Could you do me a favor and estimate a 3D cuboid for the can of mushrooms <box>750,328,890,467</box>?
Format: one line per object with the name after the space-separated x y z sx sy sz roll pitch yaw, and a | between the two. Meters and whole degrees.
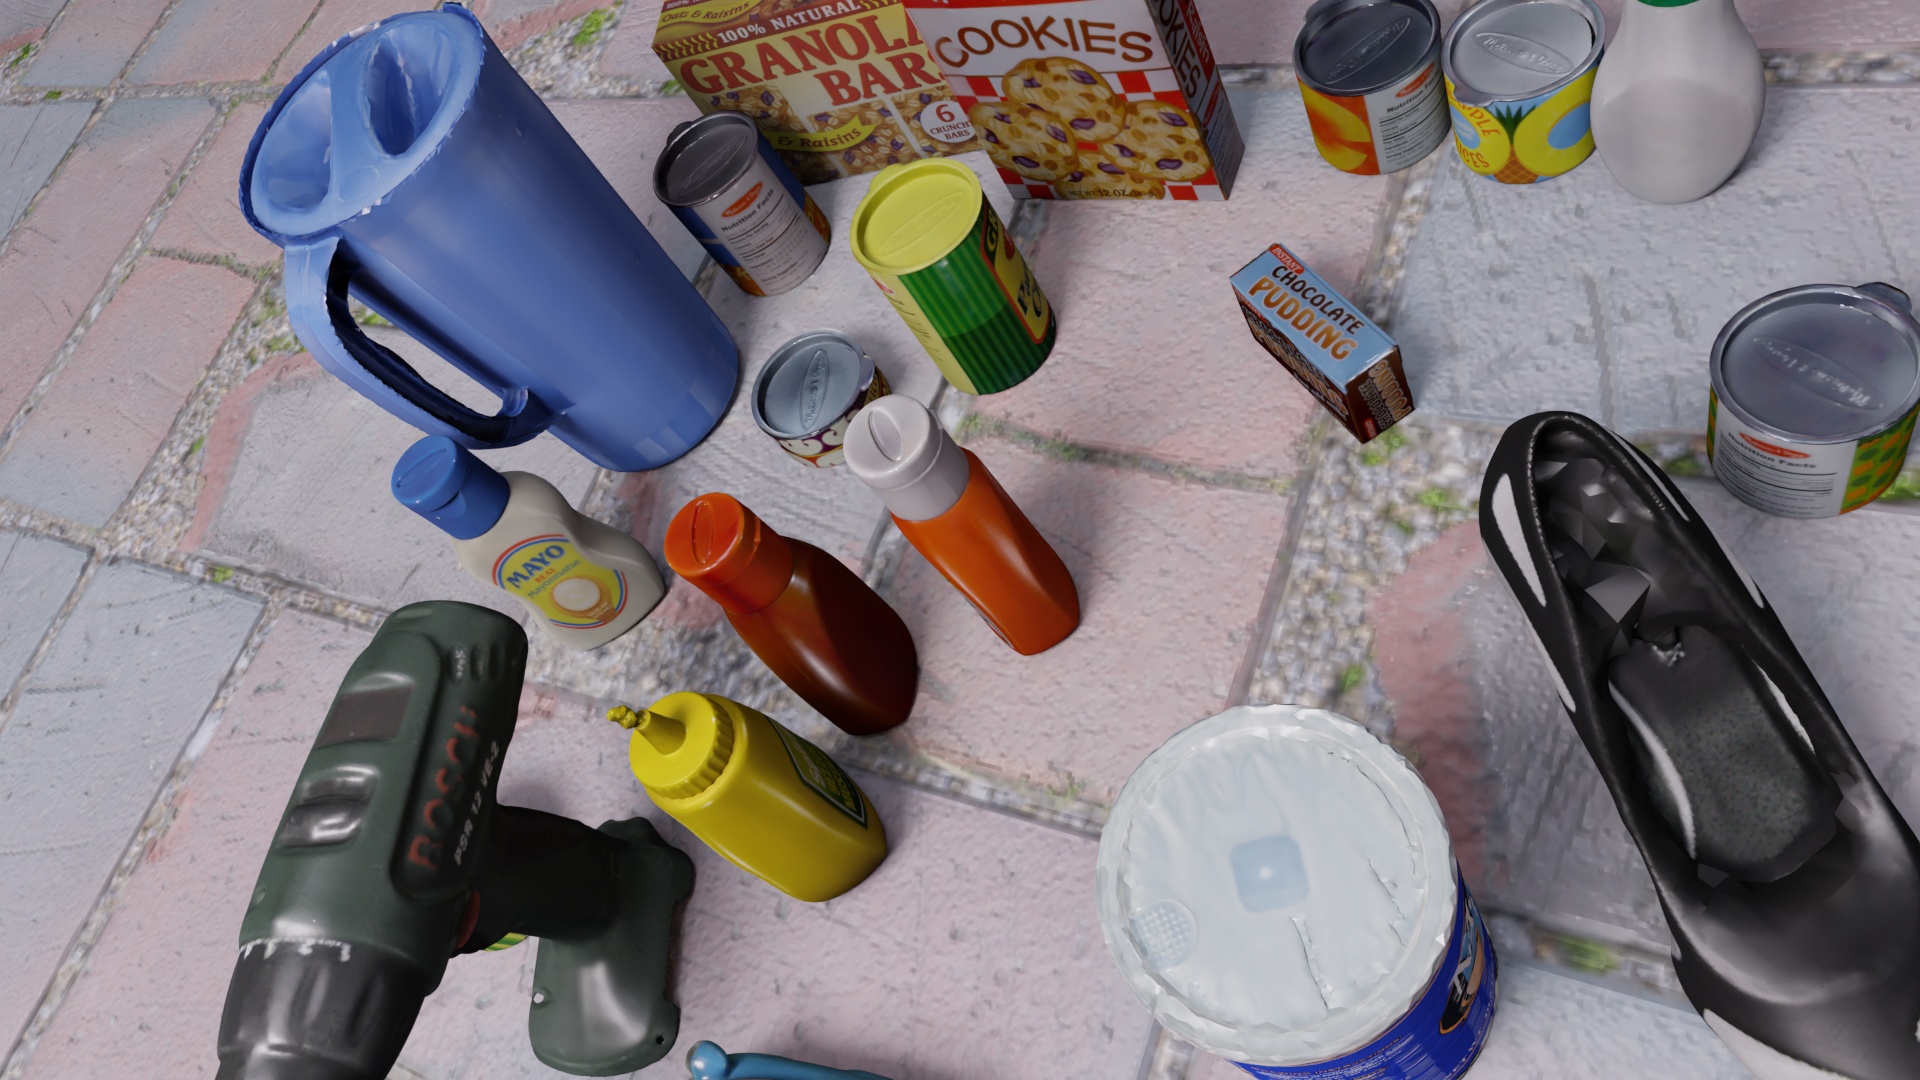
-0.069 -0.073 0.716 0.071 0.033 0.071 -12 58 20 | can of mushrooms

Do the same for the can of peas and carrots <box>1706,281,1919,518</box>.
0.309 -0.051 0.503 0.071 0.058 0.071 -12 58 20 | can of peas and carrots

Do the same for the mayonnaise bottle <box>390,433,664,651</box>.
-0.209 0.001 0.671 0.065 0.147 0.041 -36 53 4 | mayonnaise bottle

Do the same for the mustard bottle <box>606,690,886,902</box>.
-0.086 0.096 0.549 0.049 0.159 0.065 -40 53 1 | mustard bottle

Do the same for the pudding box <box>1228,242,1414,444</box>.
0.157 -0.087 0.603 0.030 0.049 0.084 -37 53 3 | pudding box

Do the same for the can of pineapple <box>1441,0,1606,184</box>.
0.250 -0.201 0.618 0.071 0.057 0.071 -12 58 20 | can of pineapple

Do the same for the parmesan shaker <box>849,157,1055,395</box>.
-0.002 -0.127 0.670 0.071 0.103 0.071 -12 59 20 | parmesan shaker

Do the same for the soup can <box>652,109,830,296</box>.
-0.122 -0.188 0.776 0.071 0.083 0.071 -12 59 20 | soup can

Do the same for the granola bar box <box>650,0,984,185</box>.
-0.065 -0.258 0.763 0.165 0.124 0.039 -4 61 24 | granola bar box

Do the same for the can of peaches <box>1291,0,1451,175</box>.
0.193 -0.217 0.654 0.071 0.058 0.071 -12 58 20 | can of peaches

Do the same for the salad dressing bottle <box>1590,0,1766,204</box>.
0.280 -0.195 0.543 0.064 0.147 0.044 9 68 30 | salad dressing bottle

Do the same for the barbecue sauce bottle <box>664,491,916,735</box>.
-0.068 0.030 0.585 0.043 0.148 0.065 -17 57 17 | barbecue sauce bottle

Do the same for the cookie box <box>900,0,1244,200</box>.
0.053 -0.229 0.661 0.123 0.167 0.040 9 68 30 | cookie box

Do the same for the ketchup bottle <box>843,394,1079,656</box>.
0.002 -0.007 0.572 0.043 0.148 0.065 -34 54 6 | ketchup bottle

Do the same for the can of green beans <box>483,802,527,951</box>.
-0.231 0.154 0.651 0.071 0.057 0.071 -12 58 20 | can of green beans
